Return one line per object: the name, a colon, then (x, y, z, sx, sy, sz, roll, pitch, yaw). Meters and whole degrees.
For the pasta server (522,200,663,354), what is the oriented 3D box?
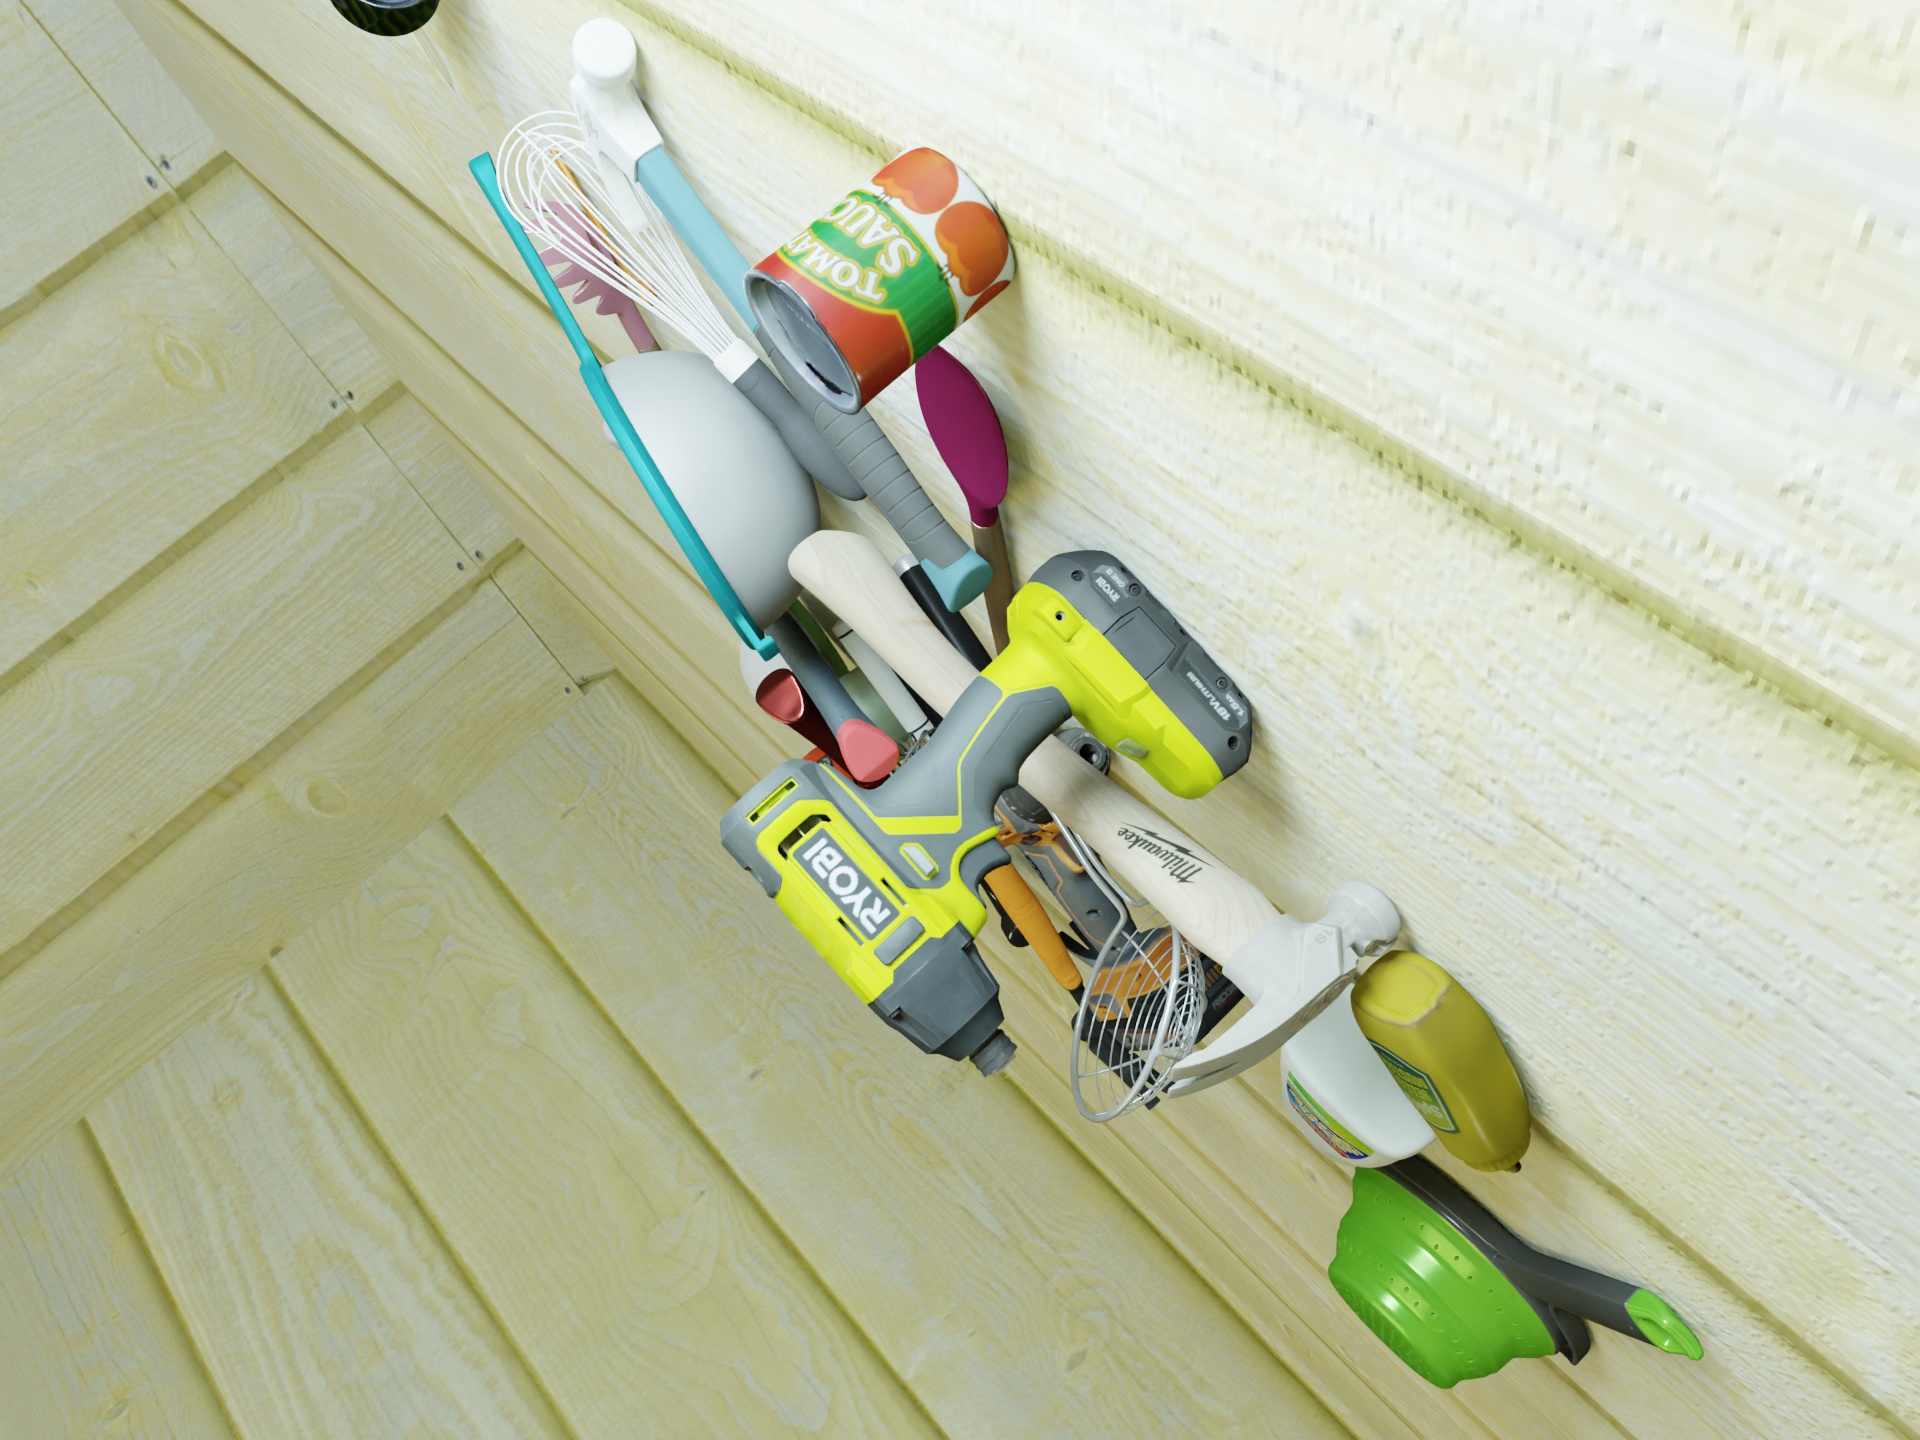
pasta server: (-0.225, -0.254, 1.151, 0.315, 0.040, 0.060, 63, -165, -58)

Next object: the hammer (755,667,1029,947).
hammer: (-0.054, 0.063, 1.349, 0.358, 0.036, 0.149, 45, -173, -41)

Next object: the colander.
colander: (0.339, 0.384, 1.039, 0.204, 0.094, 0.397, 48, 168, 2)

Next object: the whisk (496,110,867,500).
whisk: (-0.154, -0.232, 0.924, 0.284, 0.070, 0.070, 46, 169, -14)

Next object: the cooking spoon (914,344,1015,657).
cooking spoon: (0.015, -0.096, 0.843, 0.069, 0.017, 0.318, 47, 168, 22)

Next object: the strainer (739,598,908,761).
strainer: (-0.126, -0.017, 1.402, 0.256, 0.069, 0.152, 50, -170, -51)

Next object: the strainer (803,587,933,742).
strainer: (-0.089, -0.077, 1.176, 0.258, 0.050, 0.087, 54, 162, -13)

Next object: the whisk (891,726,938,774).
whisk: (-0.016, 0.054, 1.214, 0.055, 0.055, 0.238, 45, 173, 16)

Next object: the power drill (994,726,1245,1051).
power drill: (0.096, 0.104, 1.040, 0.226, 0.084, 0.185, 52, 155, -1)

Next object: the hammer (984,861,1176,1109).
hammer: (0.084, 0.205, 1.355, 0.127, 0.034, 0.336, 39, 165, 50)

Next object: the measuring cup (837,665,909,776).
measuring cup: (-0.053, 0.012, 1.290, 0.083, 0.038, 0.168, 51, -175, -39)

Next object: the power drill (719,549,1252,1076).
power drill: (0.023, 0.042, 0.752, 0.171, 0.223, 0.080, 47, 169, 3)

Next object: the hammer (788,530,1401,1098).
hammer: (0.031, 0.023, 0.857, 0.411, 0.146, 0.038, 42, 152, 31)

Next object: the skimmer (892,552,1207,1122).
skimmer: (0.030, 0.052, 0.922, 0.364, 0.090, 0.127, 59, 143, 21)

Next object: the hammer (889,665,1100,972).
hammer: (0.031, 0.074, 1.300, 0.408, 0.036, 0.149, 54, 168, -23)

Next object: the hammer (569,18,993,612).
hammer: (-0.091, -0.195, 0.824, 0.331, 0.033, 0.128, 53, 168, -4)

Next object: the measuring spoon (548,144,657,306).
measuring spoon: (-0.229, -0.320, 1.029, 0.116, 0.011, 0.021, 58, 172, -28)

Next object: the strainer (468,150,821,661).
strainer: (-0.177, -0.209, 0.997, 0.340, 0.095, 0.211, 61, 177, -20)

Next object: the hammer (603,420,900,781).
hammer: (-0.149, -0.090, 1.212, 0.387, 0.038, 0.143, 52, -178, 32)
